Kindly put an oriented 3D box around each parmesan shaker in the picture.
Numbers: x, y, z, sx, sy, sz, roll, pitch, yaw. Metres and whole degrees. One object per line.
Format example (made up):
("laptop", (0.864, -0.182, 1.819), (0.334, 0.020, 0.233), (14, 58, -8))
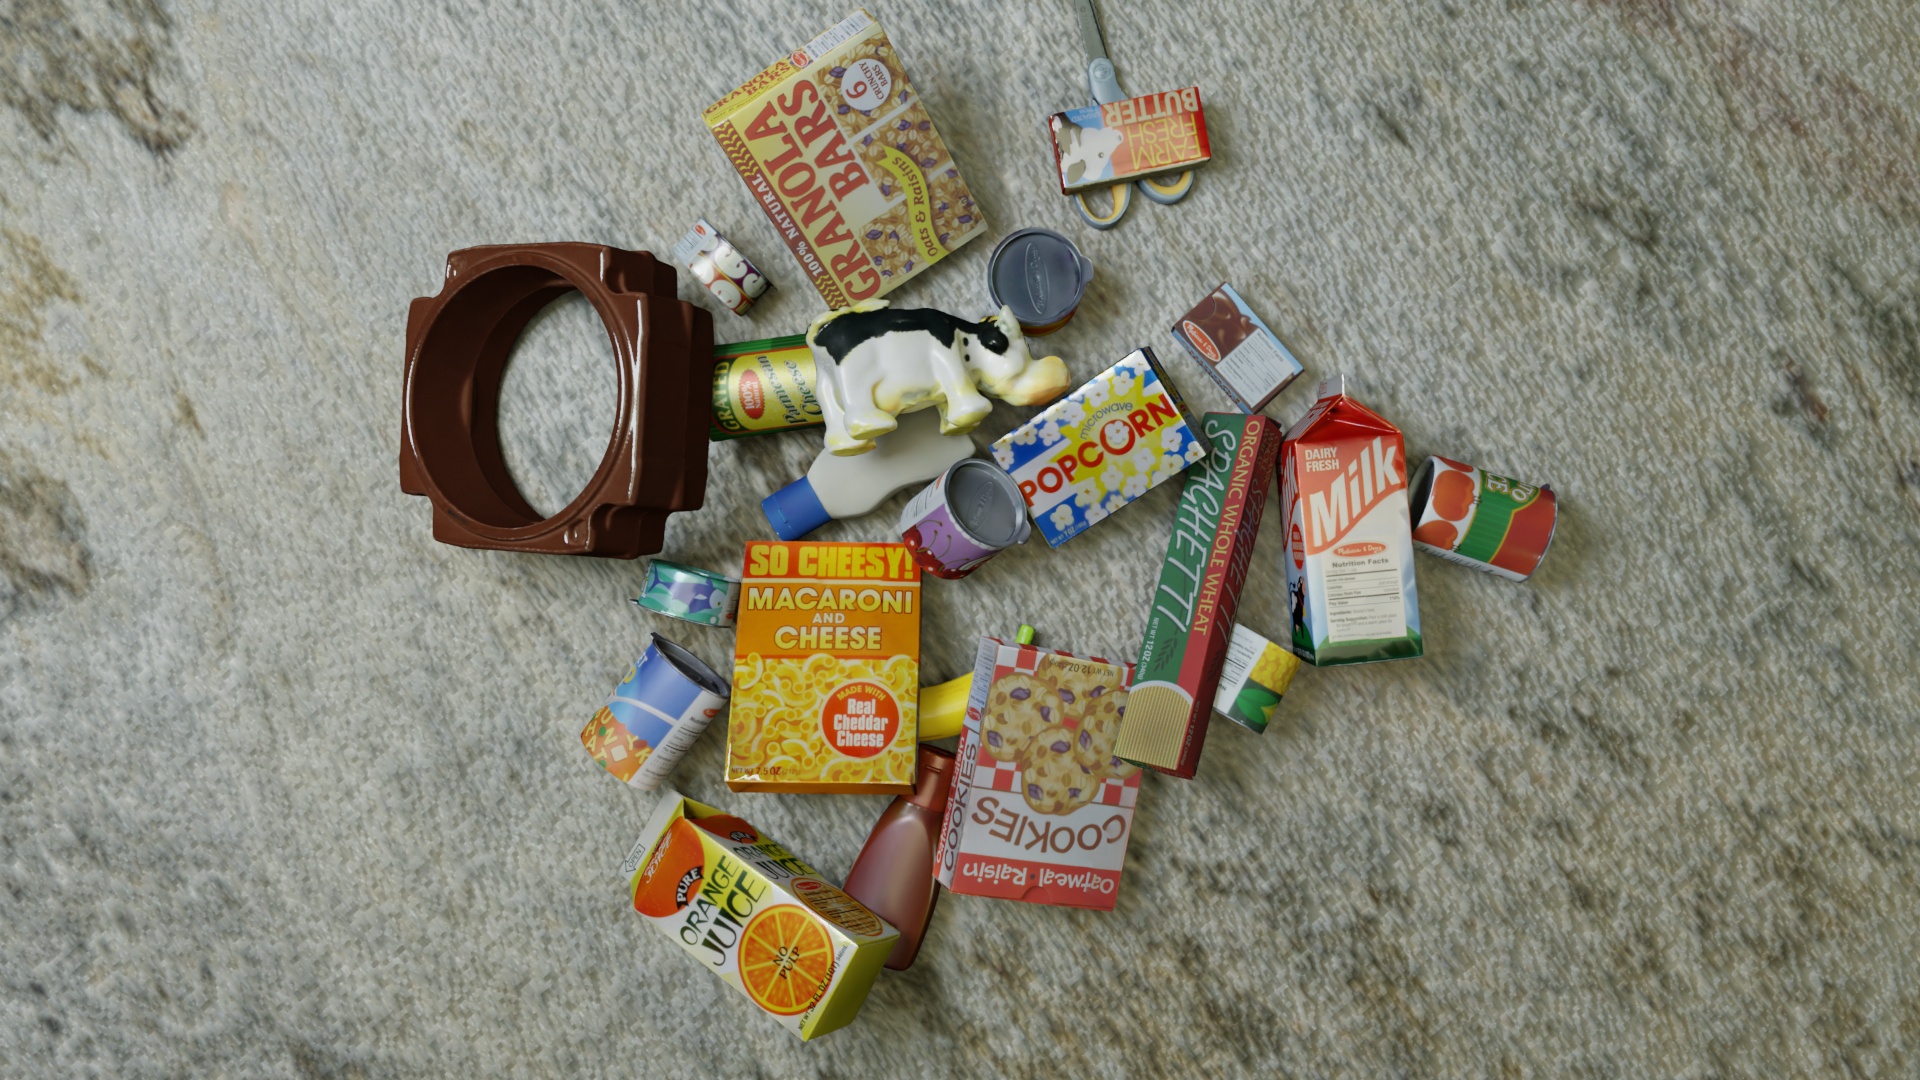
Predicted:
("parmesan shaker", (-0.124, -0.109, 0.949), (0.103, 0.071, 0.071), (-8, 90, 1))

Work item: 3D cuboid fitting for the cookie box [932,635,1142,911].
("cookie box", (0.059, 0.159, 0.939), (0.123, 0.040, 0.167), (12, 90, -19))

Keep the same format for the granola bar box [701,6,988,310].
("granola bar box", (-0.072, -0.243, 0.914), (0.124, 0.039, 0.165), (-33, 131, 2))

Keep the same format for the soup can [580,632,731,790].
("soup can", (-0.211, 0.117, 0.952), (0.071, 0.071, 0.084), (39, 91, 1))

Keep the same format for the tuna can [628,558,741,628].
("tuna can", (-0.188, 0.035, 0.950), (0.071, 0.071, 0.033), (15, 90, 1))

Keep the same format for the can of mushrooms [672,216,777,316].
("can of mushrooms", (-0.161, -0.185, 0.951), (0.071, 0.071, 0.033), (44, 91, 1))

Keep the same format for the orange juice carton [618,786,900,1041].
("orange juice carton", (-0.144, 0.244, 0.930), (0.193, 0.073, 0.072), (29, 91, 23))

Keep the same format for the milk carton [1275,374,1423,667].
("milk carton", (0.259, -0.015, 0.939), (0.073, 0.072, 0.190), (-6, 91, 1))

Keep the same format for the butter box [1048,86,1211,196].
("butter box", (0.115, -0.273, 0.948), (0.103, 0.024, 0.053), (-12, 91, 0))

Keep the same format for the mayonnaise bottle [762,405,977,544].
("mayonnaise bottle", (-0.065, -0.049, 0.962), (0.148, 0.041, 0.065), (-29, 89, 2))

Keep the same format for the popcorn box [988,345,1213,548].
("popcorn box", (0.094, -0.062, 0.942), (0.126, 0.038, 0.085), (-32, 88, 18))

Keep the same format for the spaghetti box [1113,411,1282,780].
("spaghetti box", (0.160, 0.031, 0.927), (0.050, 0.028, 0.250), (7, 75, 38))

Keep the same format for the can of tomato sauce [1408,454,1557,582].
("can of tomato sauce", (0.348, -0.017, 0.939), (0.083, 0.071, 0.071), (18, 91, 2))

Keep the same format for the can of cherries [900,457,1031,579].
("can of cherries", (0.003, -0.012, 0.937), (0.071, 0.058, 0.072), (19, 55, -29))

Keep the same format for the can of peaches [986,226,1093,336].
("can of peaches", (0.054, -0.175, 0.950), (0.071, 0.058, 0.071), (0, 90, 1))

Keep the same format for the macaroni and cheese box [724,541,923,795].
("macaroni and cheese box", (-0.089, 0.085, 0.933), (0.124, 0.040, 0.167), (1, 67, 0))

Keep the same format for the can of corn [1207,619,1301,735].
("can of corn", (0.191, 0.091, 0.944), (0.071, 0.071, 0.058), (29, 91, 1))

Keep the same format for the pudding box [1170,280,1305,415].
("pudding box", (0.191, -0.132, 0.961), (0.049, 0.030, 0.083), (-42, 89, 2))

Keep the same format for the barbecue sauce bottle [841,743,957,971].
("barbecue sauce bottle", (-0.038, 0.216, 0.959), (0.065, 0.043, 0.148), (20, 90, 7))
